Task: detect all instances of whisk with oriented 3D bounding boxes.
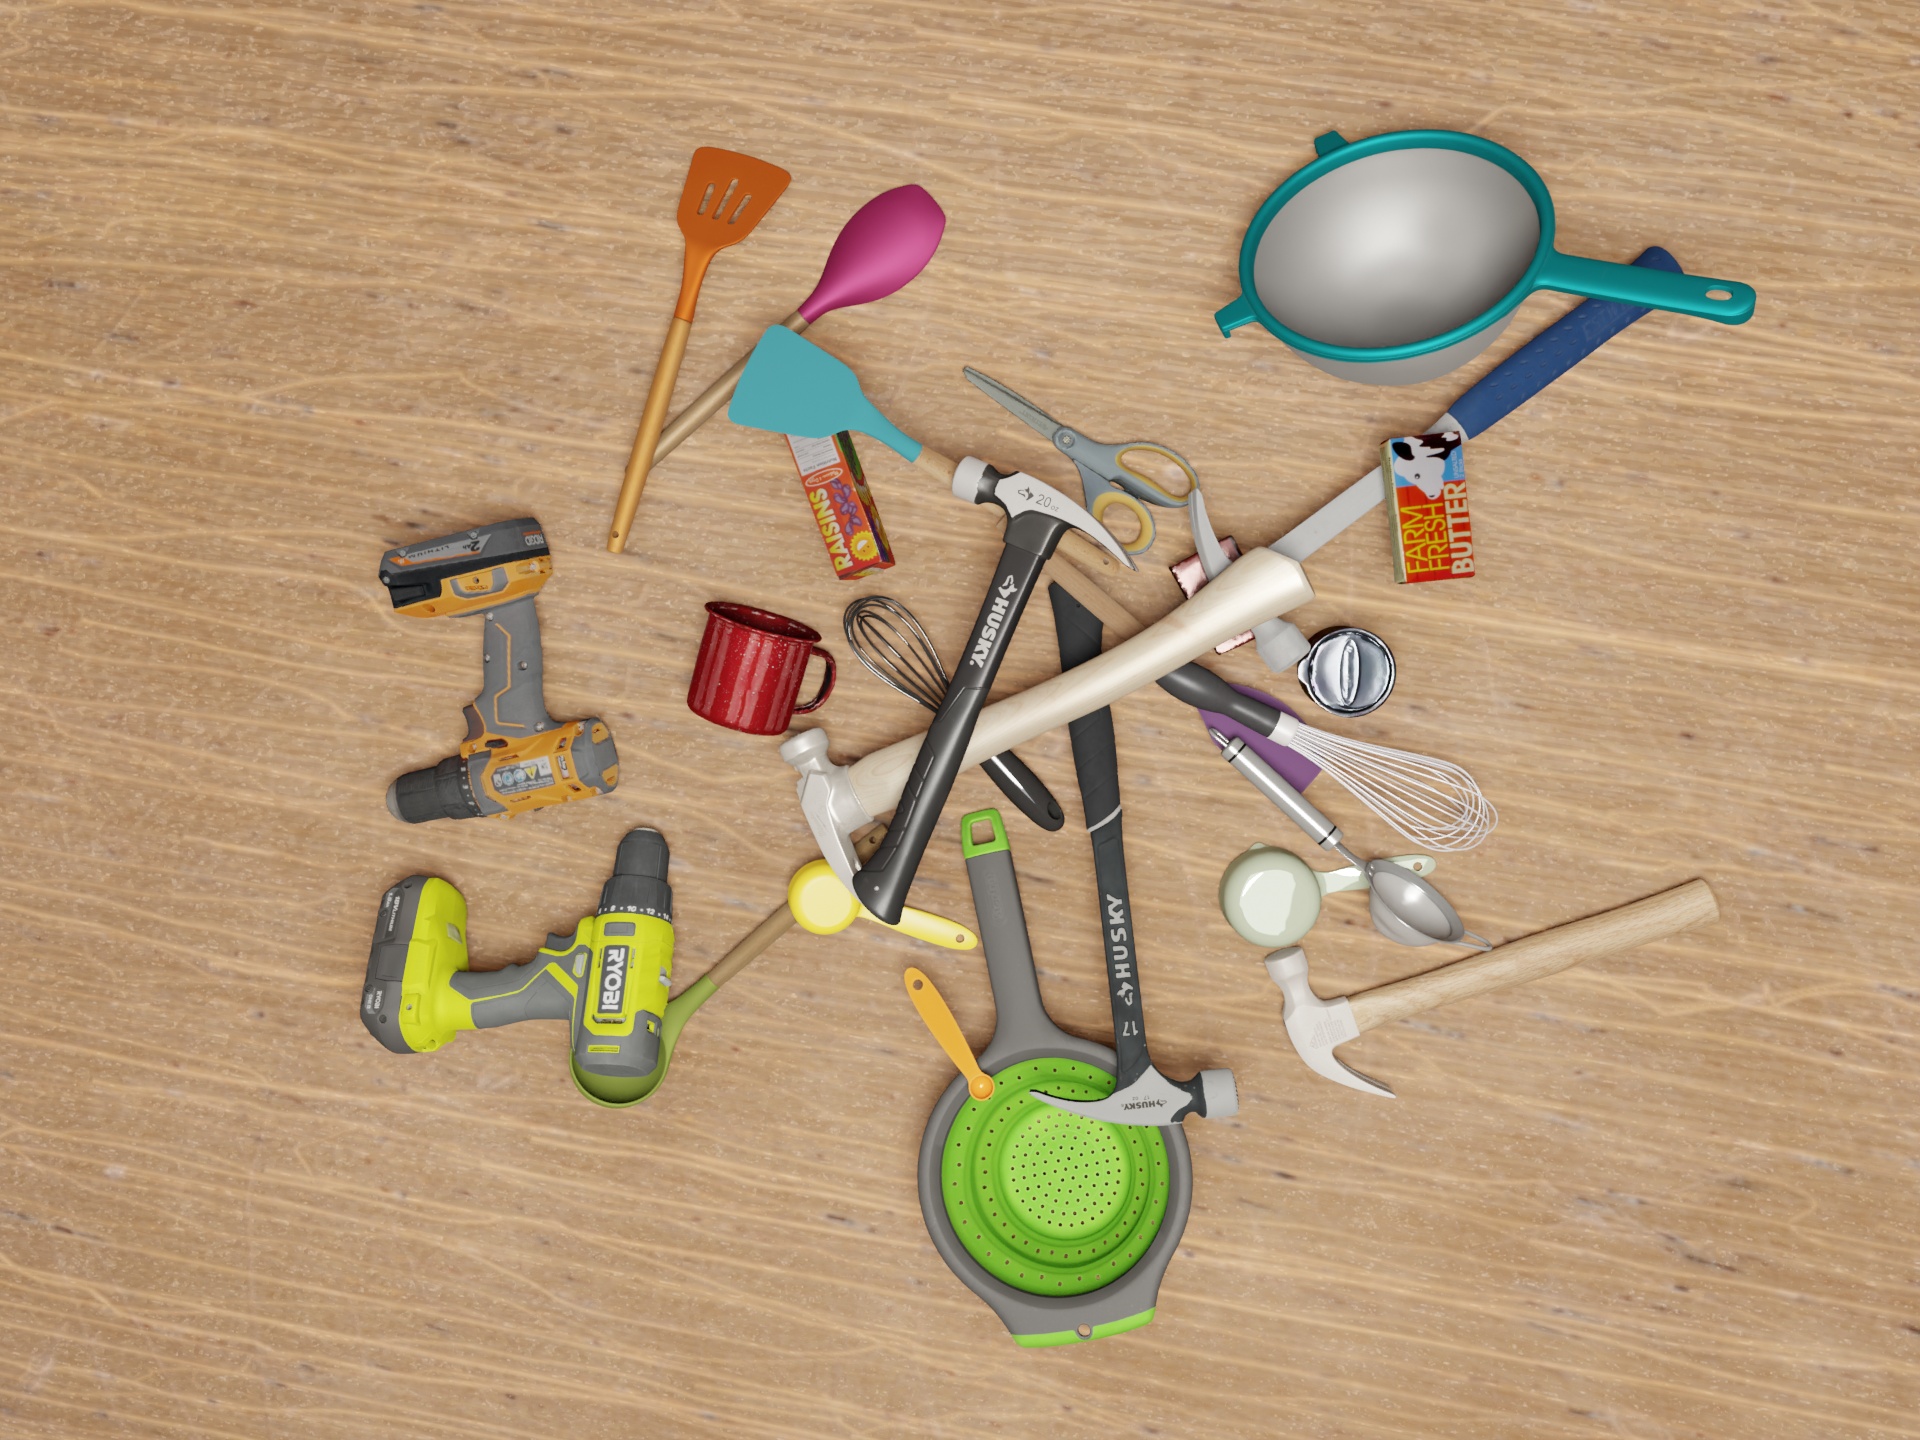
[{"bbox_3d":[-0.002,-0.004,1.231,0.055,0.055,0.239,-42,95,8],"label":"whisk"},{"bbox_3d":[0.268,0.021,1.183,0.284,0.070,0.070,26,97,-2],"label":"whisk"}]

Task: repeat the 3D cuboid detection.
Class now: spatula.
[{"bbox_3d":[-0.015,-0.184,1.174,0.317,0.044,0.082,28,75,-22],"label":"spatula"},{"bbox_3d":[0.151,-0.052,1.197,0.315,0.018,0.060,38,96,-10],"label":"spatula"},{"bbox_3d":[-0.218,-0.283,1.226,0.081,0.041,0.322,19,96,8],"label":"spatula"}]

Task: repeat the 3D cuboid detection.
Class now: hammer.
[{"bbox_3d":[0.068,-0.003,1.158,0.410,0.038,0.146,-26,86,16],"label":"hammer"},{"bbox_3d":[0.347,-0.211,1.150,0.405,0.035,0.144,-37,92,-1],"label":"hammer"},{"bbox_3d":[0.104,0.094,1.184,0.149,0.036,0.409,-7,80,2],"label":"hammer"},{"bbox_3d":[0.007,-0.010,1.137,0.146,0.035,0.335,24,96,18],"label":"hammer"},{"bbox_3d":[0.409,0.192,1.209,0.331,0.031,0.130,-19,92,7],"label":"hammer"}]

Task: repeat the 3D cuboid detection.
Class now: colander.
[{"bbox_3d":[0.059,0.267,1.233,0.204,0.094,0.397,-13,75,7],"label":"colander"}]

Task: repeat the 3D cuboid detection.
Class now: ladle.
[{"bbox_3d":[-0.179,0.190,1.258,0.320,0.062,0.078,-41,81,5],"label":"ladle"}]

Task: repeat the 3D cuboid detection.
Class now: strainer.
[{"bbox_3d":[0.362,-0.291,1.096,0.340,0.095,0.211,20,69,28],"label":"strainer"},{"bbox_3d":[0.280,0.094,1.183,0.258,0.087,0.050,43,118,6],"label":"strainer"}]

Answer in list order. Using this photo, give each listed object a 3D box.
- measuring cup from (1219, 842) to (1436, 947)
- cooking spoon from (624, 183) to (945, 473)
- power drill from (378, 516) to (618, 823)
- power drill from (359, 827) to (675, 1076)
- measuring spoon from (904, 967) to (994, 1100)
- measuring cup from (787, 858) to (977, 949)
[{"bbox_3d":[0.282,0.127,1.213,0.167,0.038,0.083,-12,93,6],"label":"measuring cup"},{"bbox_3d":[-0.141,-0.294,1.231,0.319,0.017,0.069,-41,87,8],"label":"cooking spoon"},{"bbox_3d":[-0.385,-0.030,1.250,0.185,0.084,0.226,-13,98,8],"label":"power drill"},{"bbox_3d":[-0.335,0.178,1.245,0.228,0.080,0.191,-1,66,8],"label":"power drill"},{"bbox_3d":[-0.009,0.236,1.199,0.021,0.011,0.117,-35,68,0],"label":"measuring spoon"},{"bbox_3d":[-0.059,0.153,1.240,0.156,0.029,0.062,18,94,-8],"label":"measuring cup"}]
